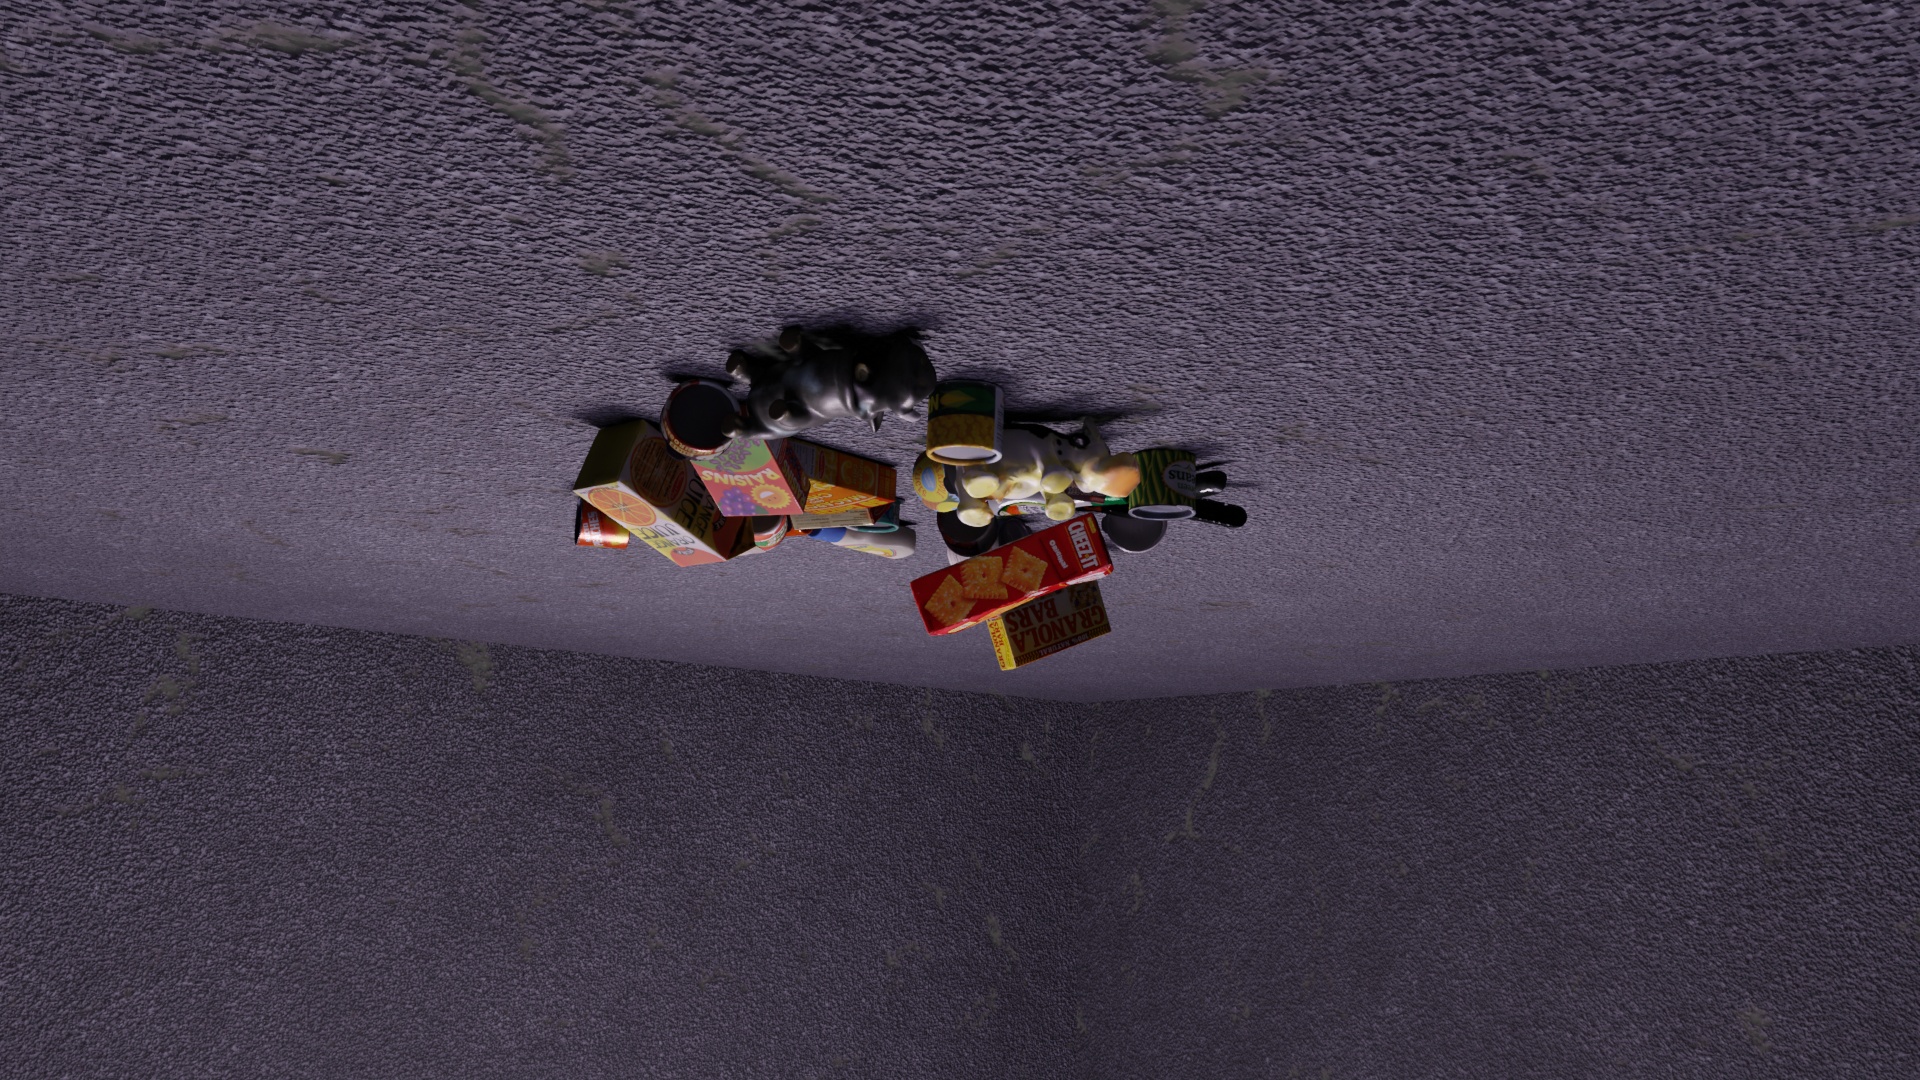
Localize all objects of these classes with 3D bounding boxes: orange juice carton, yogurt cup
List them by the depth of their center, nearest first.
[{"bbox_3d":[-0.280,-0.034,1.378,0.071,0.073,0.192,-8,145,39],"label":"orange juice carton"},{"bbox_3d":[0.195,-0.019,1.548,0.072,0.072,0.054,1,176,6],"label":"yogurt cup"}]

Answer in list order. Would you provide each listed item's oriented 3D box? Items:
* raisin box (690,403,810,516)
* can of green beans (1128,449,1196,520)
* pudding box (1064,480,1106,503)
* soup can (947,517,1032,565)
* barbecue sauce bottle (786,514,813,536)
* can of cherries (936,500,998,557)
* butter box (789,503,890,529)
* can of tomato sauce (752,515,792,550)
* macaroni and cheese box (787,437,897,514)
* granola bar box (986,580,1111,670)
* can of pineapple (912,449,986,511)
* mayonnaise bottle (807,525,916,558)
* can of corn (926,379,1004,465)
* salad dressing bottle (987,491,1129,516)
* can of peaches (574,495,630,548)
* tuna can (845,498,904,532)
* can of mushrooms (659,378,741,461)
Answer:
[{"bbox_3d":[-0.200,-0.074,1.293,0.086,0.040,0.123,-2,143,15],"label":"raisin box"},{"bbox_3d":[0.200,-0.055,1.377,0.071,0.058,0.071,2,168,1],"label":"can of green beans"},{"bbox_3d":[0.105,-0.063,1.344,0.050,0.030,0.084,7,-165,-23],"label":"pudding box"},{"bbox_3d":[0.037,0.008,1.704,0.083,0.071,0.071,-7,165,40],"label":"soup can"},{"bbox_3d":[-0.245,-0.020,1.666,0.148,0.044,0.065,-5,165,30],"label":"barbecue sauce bottle"},{"bbox_3d":[0.006,-0.020,1.567,0.071,0.071,0.058,1,168,6],"label":"can of cherries"},{"bbox_3d":[-0.135,-0.035,1.557,0.103,0.024,0.053,-3,-156,23],"label":"butter box"},{"bbox_3d":[-0.227,-0.027,1.566,0.071,0.071,0.083,3,168,-5],"label":"can of tomato sauce"},{"bbox_3d":[-0.168,-0.065,1.436,0.123,0.040,0.166,-8,164,43],"label":"macaroni and cheese box"},{"bbox_3d":[0.106,0.083,1.783,0.166,0.124,0.039,-16,179,-35],"label":"granola bar box"},{"bbox_3d":[-0.006,-0.063,1.347,0.071,0.071,0.057,10,166,-34],"label":"can of pineapple"},{"bbox_3d":[-0.125,-0.009,1.704,0.064,0.041,0.148,-6,167,42],"label":"mayonnaise bottle"},{"bbox_3d":[0.002,-0.100,1.188,0.071,0.058,0.071,2,168,0],"label":"can of corn"},{"bbox_3d":[0.103,-0.052,1.445,0.147,0.044,0.064,-4,168,25],"label":"salad dressing bottle"},{"bbox_3d":[-0.414,-0.024,1.610,0.058,0.071,0.071,6,168,-21],"label":"can of peaches"},{"bbox_3d":[-0.100,-0.031,1.610,0.071,0.033,0.071,2,169,1],"label":"tuna can"},{"bbox_3d":[-0.224,-0.102,1.189,0.071,0.071,0.033,6,166,-19],"label":"can of mushrooms"}]
